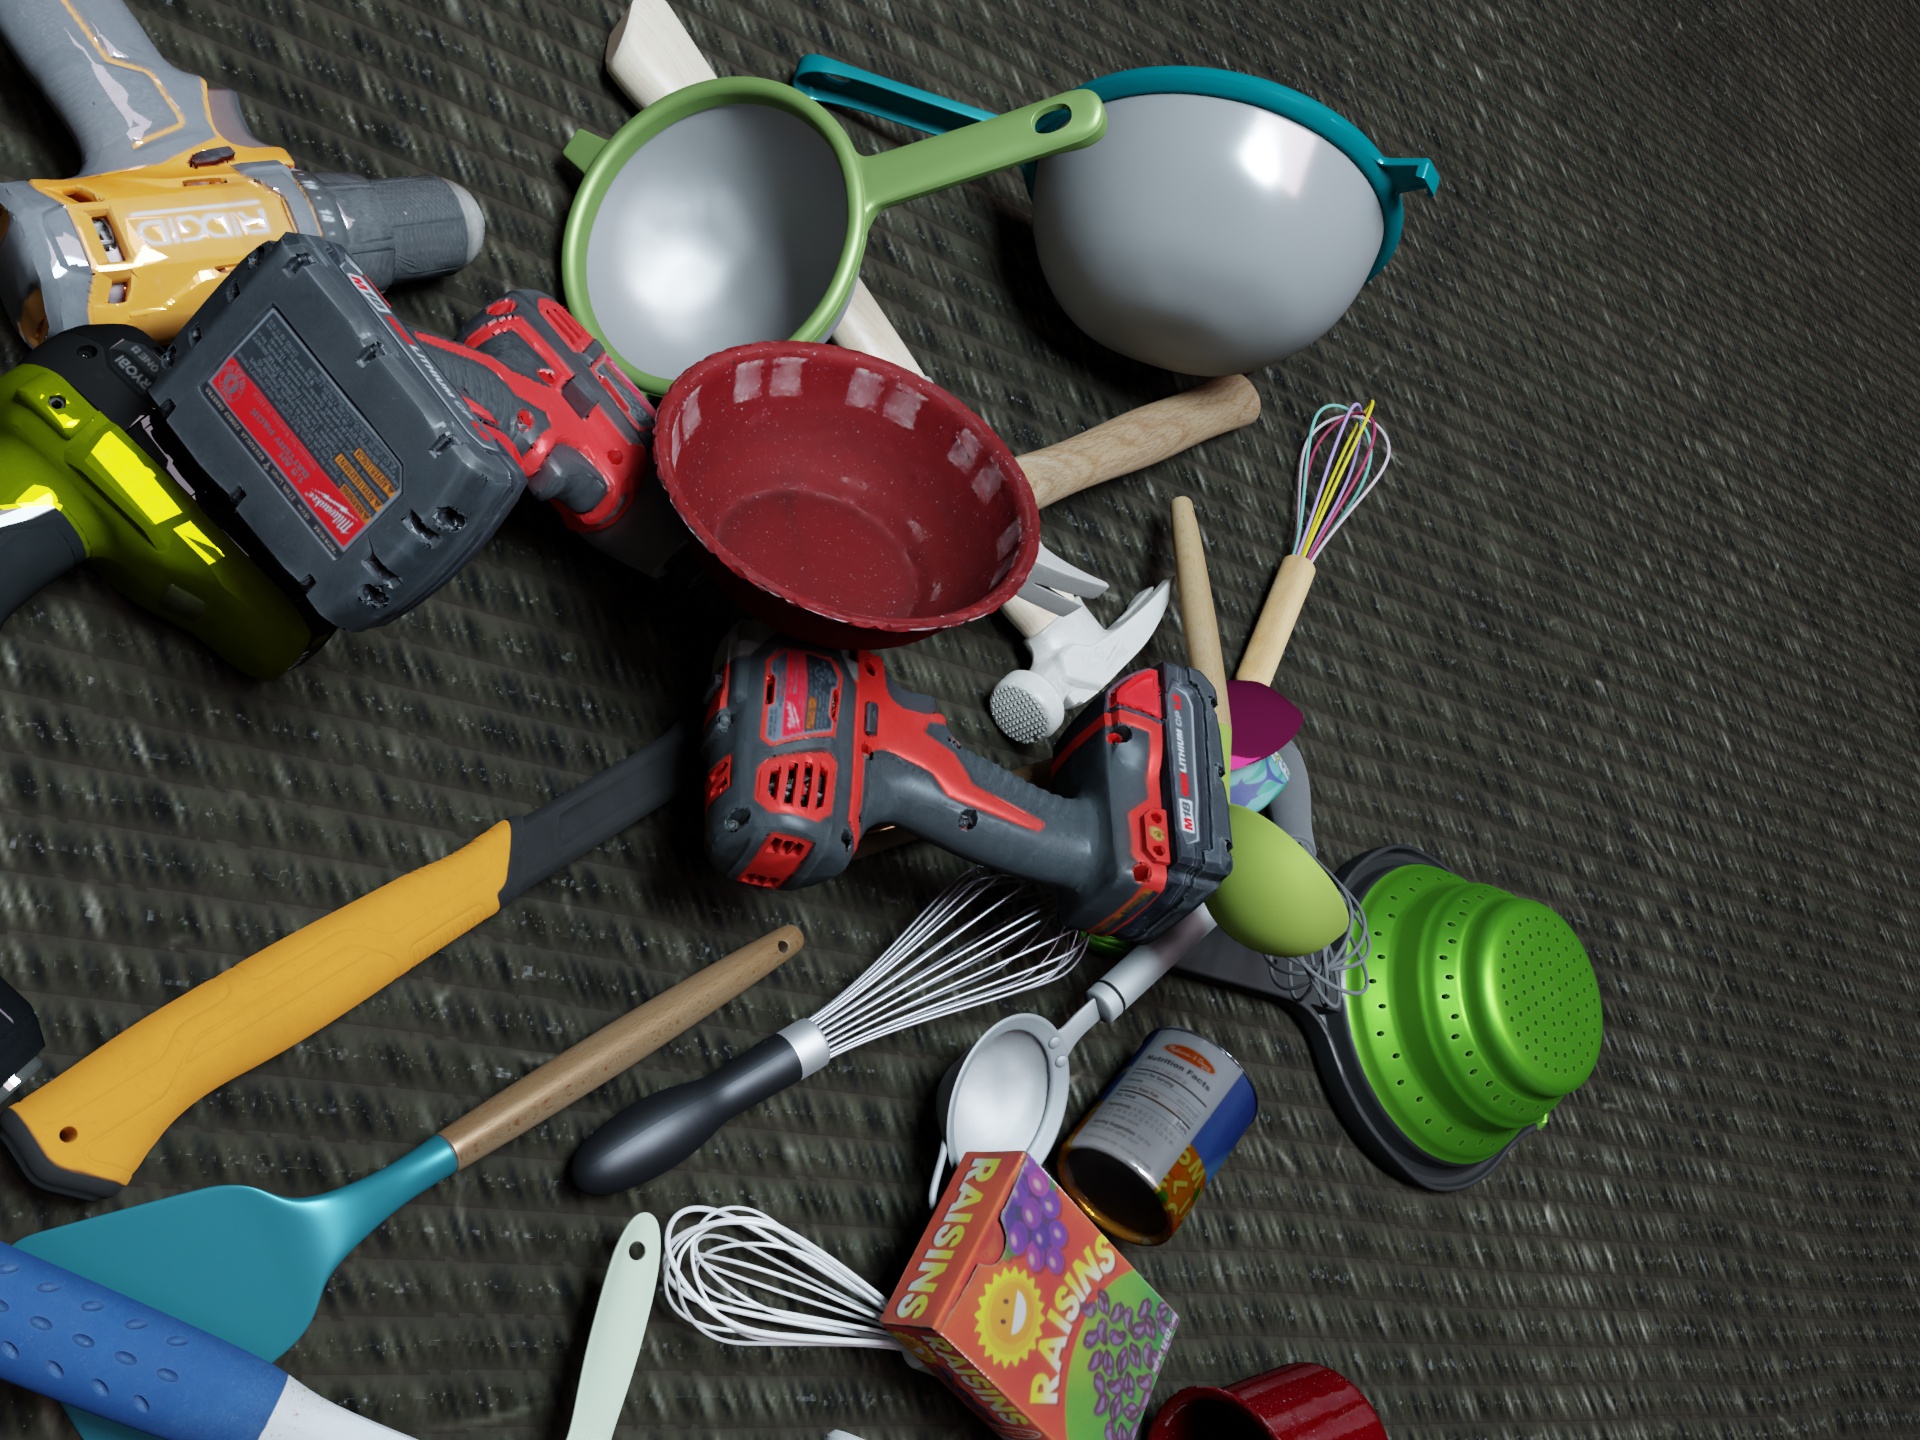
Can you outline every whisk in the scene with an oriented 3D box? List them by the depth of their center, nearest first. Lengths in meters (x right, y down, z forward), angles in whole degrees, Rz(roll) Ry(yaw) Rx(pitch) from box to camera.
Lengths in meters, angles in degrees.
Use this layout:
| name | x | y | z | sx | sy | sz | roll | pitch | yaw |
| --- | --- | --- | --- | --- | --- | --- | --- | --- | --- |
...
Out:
| name | x | y | z | sx | sy | sz | roll | pitch | yaw |
| --- | --- | --- | --- | --- | --- | --- | --- | --- | --- |
| whisk | -0.023 | 0.259 | 0.673 | 0.246 | 0.058 | 0.059 | 33 | 17 | -30 |
| whisk | -0.045 | 0.129 | 0.697 | 0.284 | 0.070 | 0.070 | -25 | 90 | -35 |
| whisk | 0.178 | 0.070 | 0.835 | 0.055 | 0.055 | 0.239 | 45 | 23 | -17 |
| whisk | 0.217 | -0.114 | 0.988 | 0.051 | 0.047 | 0.245 | 41 | 57 | -21 |

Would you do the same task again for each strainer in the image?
| name | x | y | z | sx | sy | sz | roll | pitch | yaw |
| --- | --- | --- | --- | --- | --- | --- | --- | --- | --- |
| strainer | -0.053 | -0.223 | 0.720 | 0.069 | 0.256 | 0.151 | 28 | 50 | -71 |
| strainer | 0.062 | 0.140 | 0.760 | 0.258 | 0.050 | 0.086 | -36 | 123 | -31 |
| strainer | 0.066 | -0.267 | 0.860 | 0.340 | 0.211 | 0.095 | 16 | 76 | -7 |

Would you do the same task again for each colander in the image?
| name | x | y | z | sx | sy | sz | roll | pitch | yaw |
| --- | --- | --- | --- | --- | --- | --- | --- | --- | --- |
| colander | 0.236 | 0.141 | 0.878 | 0.396 | 0.094 | 0.205 | 19 | 63 | -31 |

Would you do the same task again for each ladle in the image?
| name | x | y | z | sx | sy | sz | roll | pitch | yaw |
| --- | --- | --- | --- | --- | --- | --- | --- | --- | --- |
| ladle | 0.138 | -0.016 | 0.802 | 0.320 | 0.062 | 0.078 | -90 | 159 | -45 |

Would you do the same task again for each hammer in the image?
| name | x | y | z | sx | sy | sz | roll | pitch | yaw |
| --- | --- | --- | --- | --- | --- | --- | --- | --- | --- |
| hammer | -0.212 | 0.230 | 0.502 | 0.405 | 0.035 | 0.144 | 31 | 64 | -15 |
| hammer | -0.199 | 0.060 | 0.612 | 0.337 | 0.034 | 0.127 | -35 | 98 | -40 |
| hammer | -0.037 | -0.190 | 0.823 | 0.410 | 0.038 | 0.146 | 55 | 49 | -9 |
| hammer | 0.086 | -0.146 | 0.866 | 0.331 | 0.031 | 0.130 | -30 | 89 | -51 |

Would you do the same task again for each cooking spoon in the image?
| name | x | y | z | sx | sy | sz | roll | pitch | yaw |
| --- | --- | --- | --- | --- | --- | --- | --- | --- | --- |
| cooking spoon | 0.044 | 0.027 | 0.784 | 0.319 | 0.017 | 0.069 | -17 | 42 | -29 |

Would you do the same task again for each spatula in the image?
| name | x | y | z | sx | sy | sz | roll | pitch | yaw |
| --- | --- | --- | --- | --- | --- | --- | --- | --- | --- |
| spatula | -0.179 | 0.150 | 0.605 | 0.317 | 0.044 | 0.082 | -28 | 93 | -45 |

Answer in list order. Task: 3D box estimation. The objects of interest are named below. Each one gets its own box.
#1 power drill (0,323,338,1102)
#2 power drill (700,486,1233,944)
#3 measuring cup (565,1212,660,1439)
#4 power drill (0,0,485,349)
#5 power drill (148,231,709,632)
| name | x | y | z | sx | sy | sz | roll | pitch | yaw |
| --- | --- | --- | --- | --- | --- | --- | --- | --- | --- |
| power drill | -0.316 | -0.006 | 0.519 | 0.190 | 0.080 | 0.228 | 47 | 55 | -13 |
| power drill | -0.001 | -0.002 | 0.700 | 0.226 | 0.080 | 0.188 | 14 | 54 | -20 |
| measuring cup | -0.144 | 0.265 | 0.581 | 0.083 | 0.038 | 0.168 | 29 | 57 | -27 |
| power drill | -0.302 | -0.260 | 0.618 | 0.185 | 0.084 | 0.226 | -24 | 94 | -41 |
| power drill | -0.174 | -0.102 | 0.599 | 0.143 | 0.078 | 0.219 | 51 | 17 | 2 |
